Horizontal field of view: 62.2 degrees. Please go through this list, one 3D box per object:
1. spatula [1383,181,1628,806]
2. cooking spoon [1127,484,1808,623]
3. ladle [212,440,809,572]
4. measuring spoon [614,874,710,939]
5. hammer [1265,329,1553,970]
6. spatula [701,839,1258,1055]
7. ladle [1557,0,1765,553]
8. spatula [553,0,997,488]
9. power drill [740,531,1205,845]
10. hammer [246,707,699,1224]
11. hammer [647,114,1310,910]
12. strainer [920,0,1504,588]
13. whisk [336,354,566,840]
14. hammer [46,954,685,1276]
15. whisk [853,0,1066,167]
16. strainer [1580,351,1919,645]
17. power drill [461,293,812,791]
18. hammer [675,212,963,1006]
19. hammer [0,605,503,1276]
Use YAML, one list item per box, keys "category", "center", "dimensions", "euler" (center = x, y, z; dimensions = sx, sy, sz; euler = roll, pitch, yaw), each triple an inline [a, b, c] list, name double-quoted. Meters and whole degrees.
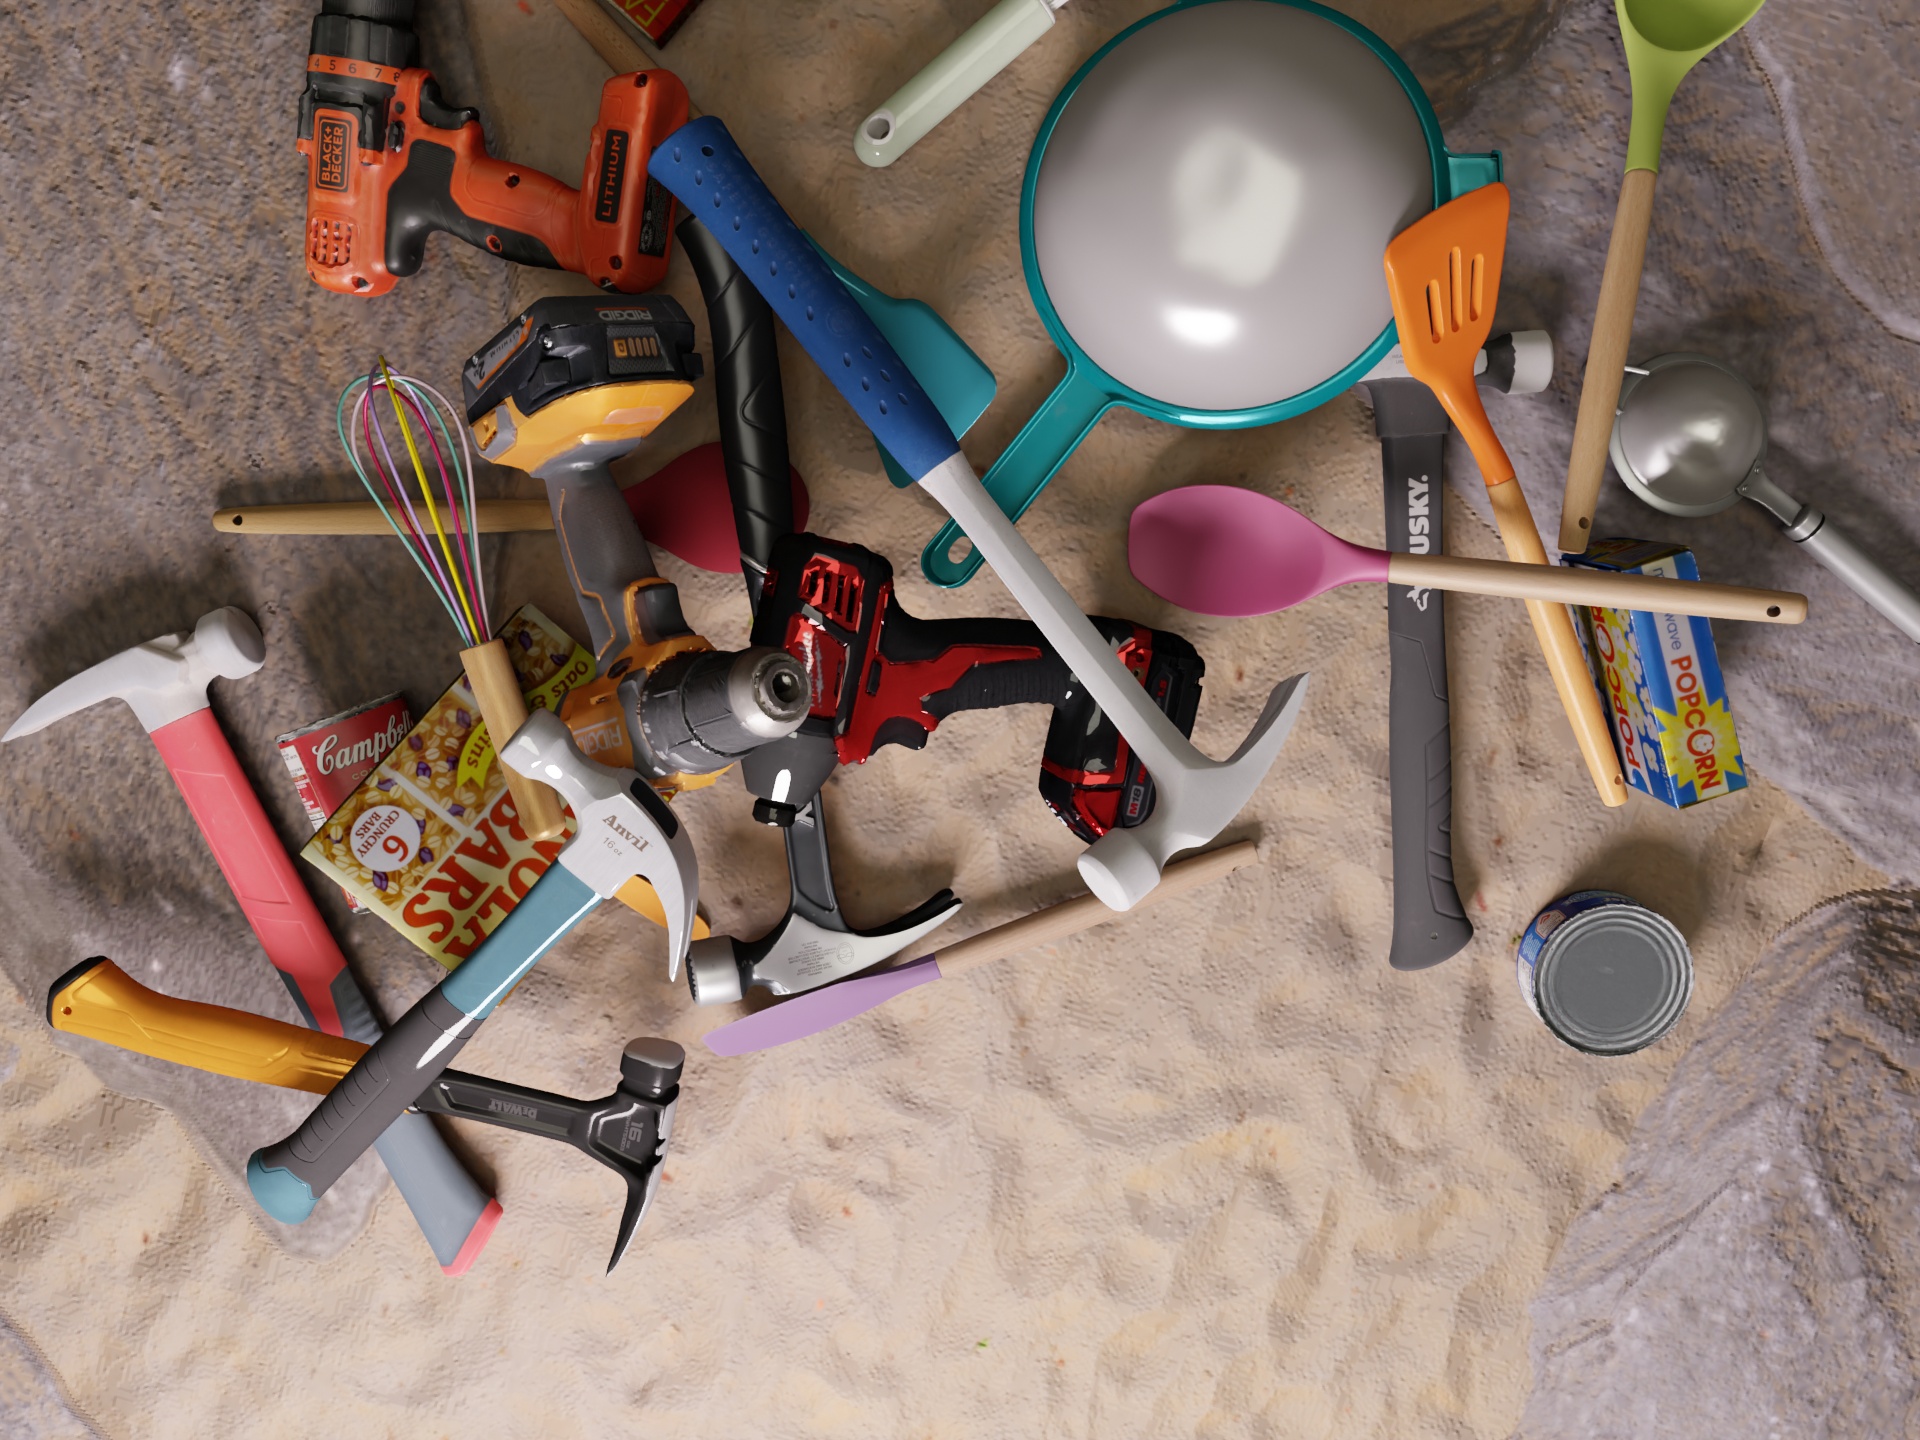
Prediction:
- category: "spatula"
  center: [0.280, -0.097, 0.784]
  dimensions: [0.081, 0.041, 0.322]
  euler: [-31, 106, -20]
- category: "cooking spoon"
  center: [0.237, -0.072, 0.778]
  dimensions: [0.319, 0.017, 0.068]
  euler: [9, 112, 20]
- category: "ladle"
  center: [-0.238, -0.109, 0.837]
  dimensions: [0.315, 0.031, 0.069]
  euler: [-1, 98, 3]
- category: "measuring spoon"
  center: [-0.187, 0.086, 0.878]
  dimensions: [0.117, 0.011, 0.021]
  euler: [34, 117, -8]
- category: "hammer"
  center: [0.235, -0.031, 0.836]
  dimensions: [0.146, 0.035, 0.334]
  euler: [-4, 100, 1]
- category: "spatula"
  center: [0.012, 0.125, 0.867]
  dimensions: [0.316, 0.059, 0.018]
  euler: [-20, 61, 1]
- category: "ladle"
  center: [0.328, -0.239, 0.761]
  dimensions: [0.078, 0.062, 0.320]
  euler: [11, 90, -12]
- category: "spatula"
  center: [-0.106, -0.260, 0.797]
  dimensions: [0.317, 0.044, 0.082]
  euler: [46, 125, -5]
- category: "power drill"
  center: [-0.001, -0.003, 0.793]
  dimensions: [0.219, 0.078, 0.143]
  euler: [12, 94, -15]
- category: "hammer"
  center: [-0.249, 0.141, 0.771]
  dimensions: [0.128, 0.033, 0.331]
  euler: [41, 112, -13]
- category: "hammer"
  center: [0.002, -0.113, 0.742]
  dimensions: [0.144, 0.035, 0.405]
  euler: [-39, 91, -16]
- category: "strainer"
  center: [0.083, -0.199, 0.760]
  dimensions: [0.211, 0.095, 0.340]
  euler: [41, 101, 7]
- category: "whisk"
  center: [-0.241, -0.057, 0.770]
  dimensions: [0.047, 0.051, 0.245]
  euler: [-9, 101, 47]
- category: "hammer"
  center: [-0.320, 0.194, 0.847]
  dimensions: [0.337, 0.034, 0.127]
  euler: [14, 101, 1]
- category: "whisk"
  center: [0.045, -0.356, 0.778]
  dimensions: [0.246, 0.059, 0.058]
  euler: [-37, 78, 12]
- category: "strainer"
  center: [0.429, -0.108, 0.817]
  dimensions: [0.258, 0.050, 0.087]
  euler: [36, 84, -8]
- category: "power drill"
  center: [-0.147, -0.078, 0.735]
  dimensions: [0.084, 0.185, 0.226]
  euler: [-13, 90, -38]
- category: "hammer"
  center: [-0.090, -0.059, 0.812]
  dimensions: [0.149, 0.036, 0.409]
  euler: [-9, 102, -14]
- category: "hammer"
  center: [-0.371, 0.140, 0.876]
  dimensions: [0.143, 0.038, 0.386]
  euler: [-23, 99, 6]
